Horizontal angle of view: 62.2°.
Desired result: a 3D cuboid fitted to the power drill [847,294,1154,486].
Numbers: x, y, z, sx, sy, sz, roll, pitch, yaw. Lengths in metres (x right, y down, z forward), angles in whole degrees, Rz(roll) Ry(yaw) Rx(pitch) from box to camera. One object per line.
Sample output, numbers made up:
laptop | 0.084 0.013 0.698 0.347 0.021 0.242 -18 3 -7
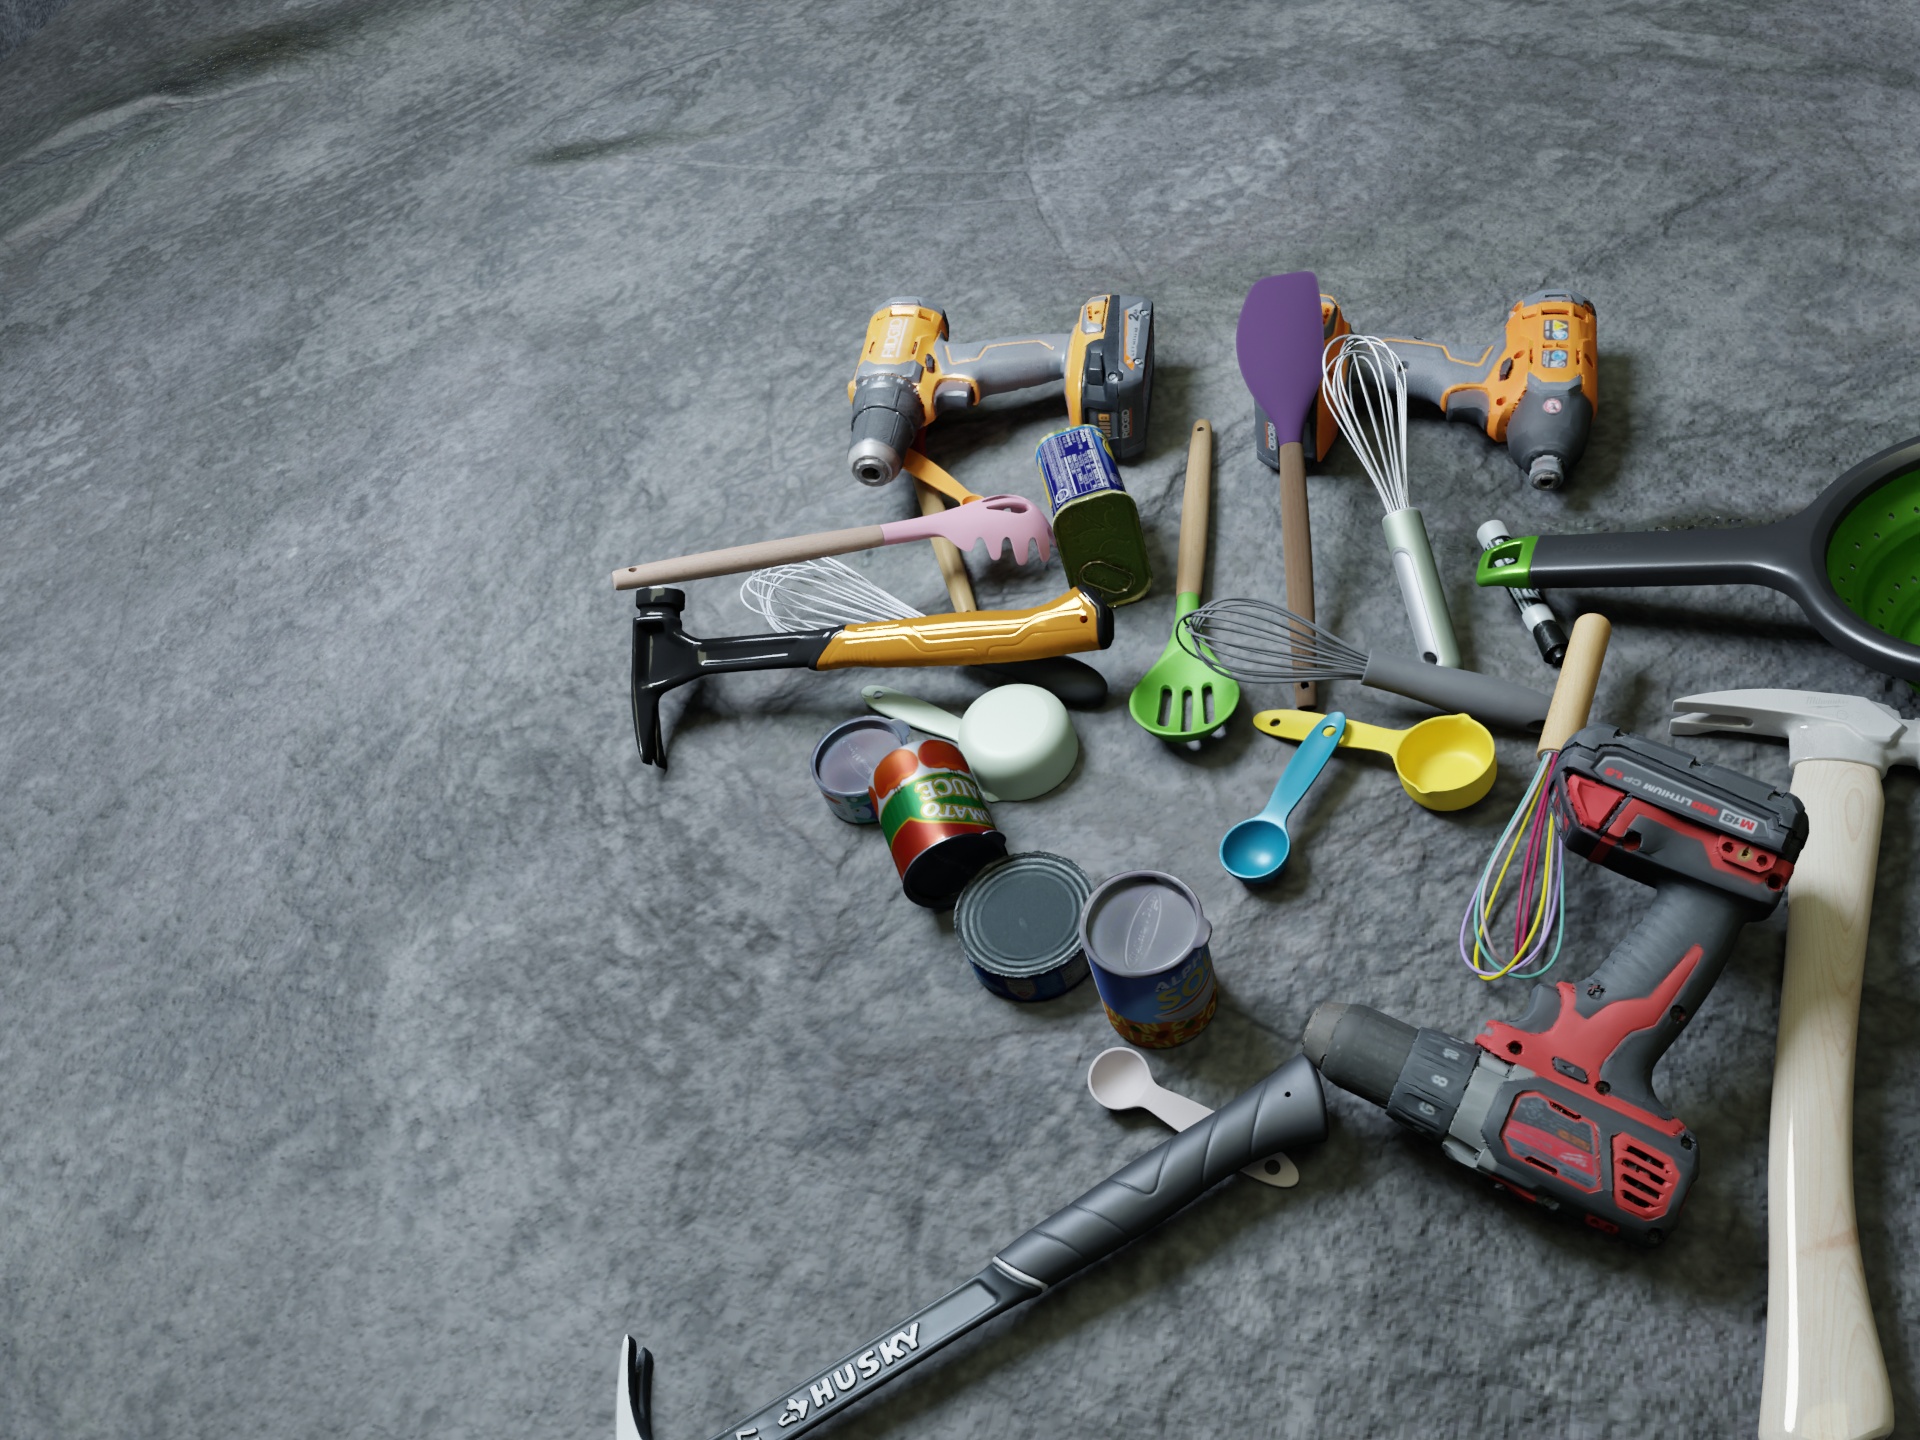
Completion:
power drill | 0.026 -0.245 1.193 0.226 0.084 0.185 3 50 11

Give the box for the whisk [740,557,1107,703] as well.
whisk | -0.028 -0.062 1.095 0.285 0.070 0.070 19 59 23

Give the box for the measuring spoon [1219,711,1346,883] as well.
measuring spoon | 0.199 0.048 0.949 0.042 0.021 0.129 19 62 38

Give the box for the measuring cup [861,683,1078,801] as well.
measuring cup | -0.002 -0.003 1.046 0.168 0.038 0.083 21 60 28

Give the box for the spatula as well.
spatula | 0.217 -0.157 1.049 0.060 0.018 0.316 -6 71 18

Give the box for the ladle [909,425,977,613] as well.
ladle | -0.024 -0.176 1.207 0.069 0.031 0.316 -15 50 -1

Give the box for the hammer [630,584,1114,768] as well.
hammer | -0.064 -0.042 1.056 0.337 0.034 0.127 -5 79 17

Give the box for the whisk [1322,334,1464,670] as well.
whisk | 0.279 -0.138 1.016 0.059 0.058 0.246 -4 73 -23

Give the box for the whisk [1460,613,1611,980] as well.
whisk | 0.332 0.039 0.892 0.051 0.047 0.245 17 63 18

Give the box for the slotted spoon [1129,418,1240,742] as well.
slotted spoon | 0.160 -0.101 1.087 0.070 0.031 0.314 -2 49 15

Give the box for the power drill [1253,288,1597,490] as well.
power drill | 0.322 -0.226 1.105 0.226 0.084 0.164 4 55 16

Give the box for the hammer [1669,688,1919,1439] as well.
hammer | 0.416 0.152 0.790 0.146 0.038 0.411 7 54 24

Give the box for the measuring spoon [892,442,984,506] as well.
measuring spoon | -0.022 -0.181 1.190 0.021 0.011 0.117 -31 51 -28

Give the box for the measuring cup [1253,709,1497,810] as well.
measuring cup | 0.249 0.019 0.966 0.157 0.029 0.062 13 57 40

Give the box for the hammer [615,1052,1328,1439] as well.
hammer | 0.010 0.285 0.799 0.409 0.036 0.149 -30 48 -6

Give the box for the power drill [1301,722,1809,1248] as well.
power drill | 0.292 0.119 0.785 0.188 0.080 0.227 23 81 20

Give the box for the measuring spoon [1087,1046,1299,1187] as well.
measuring spoon | 0.124 0.215 0.847 0.124 0.018 0.034 26 71 25

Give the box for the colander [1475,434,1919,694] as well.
colander | 0.507 -0.070 0.918 0.397 0.094 0.205 2 48 34

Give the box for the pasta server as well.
pasta server | -0.081 -0.116 1.098 0.316 0.040 0.060 -12 38 -17

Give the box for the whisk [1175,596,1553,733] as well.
whisk | 0.248 -0.029 0.969 0.239 0.055 0.055 16 57 11
